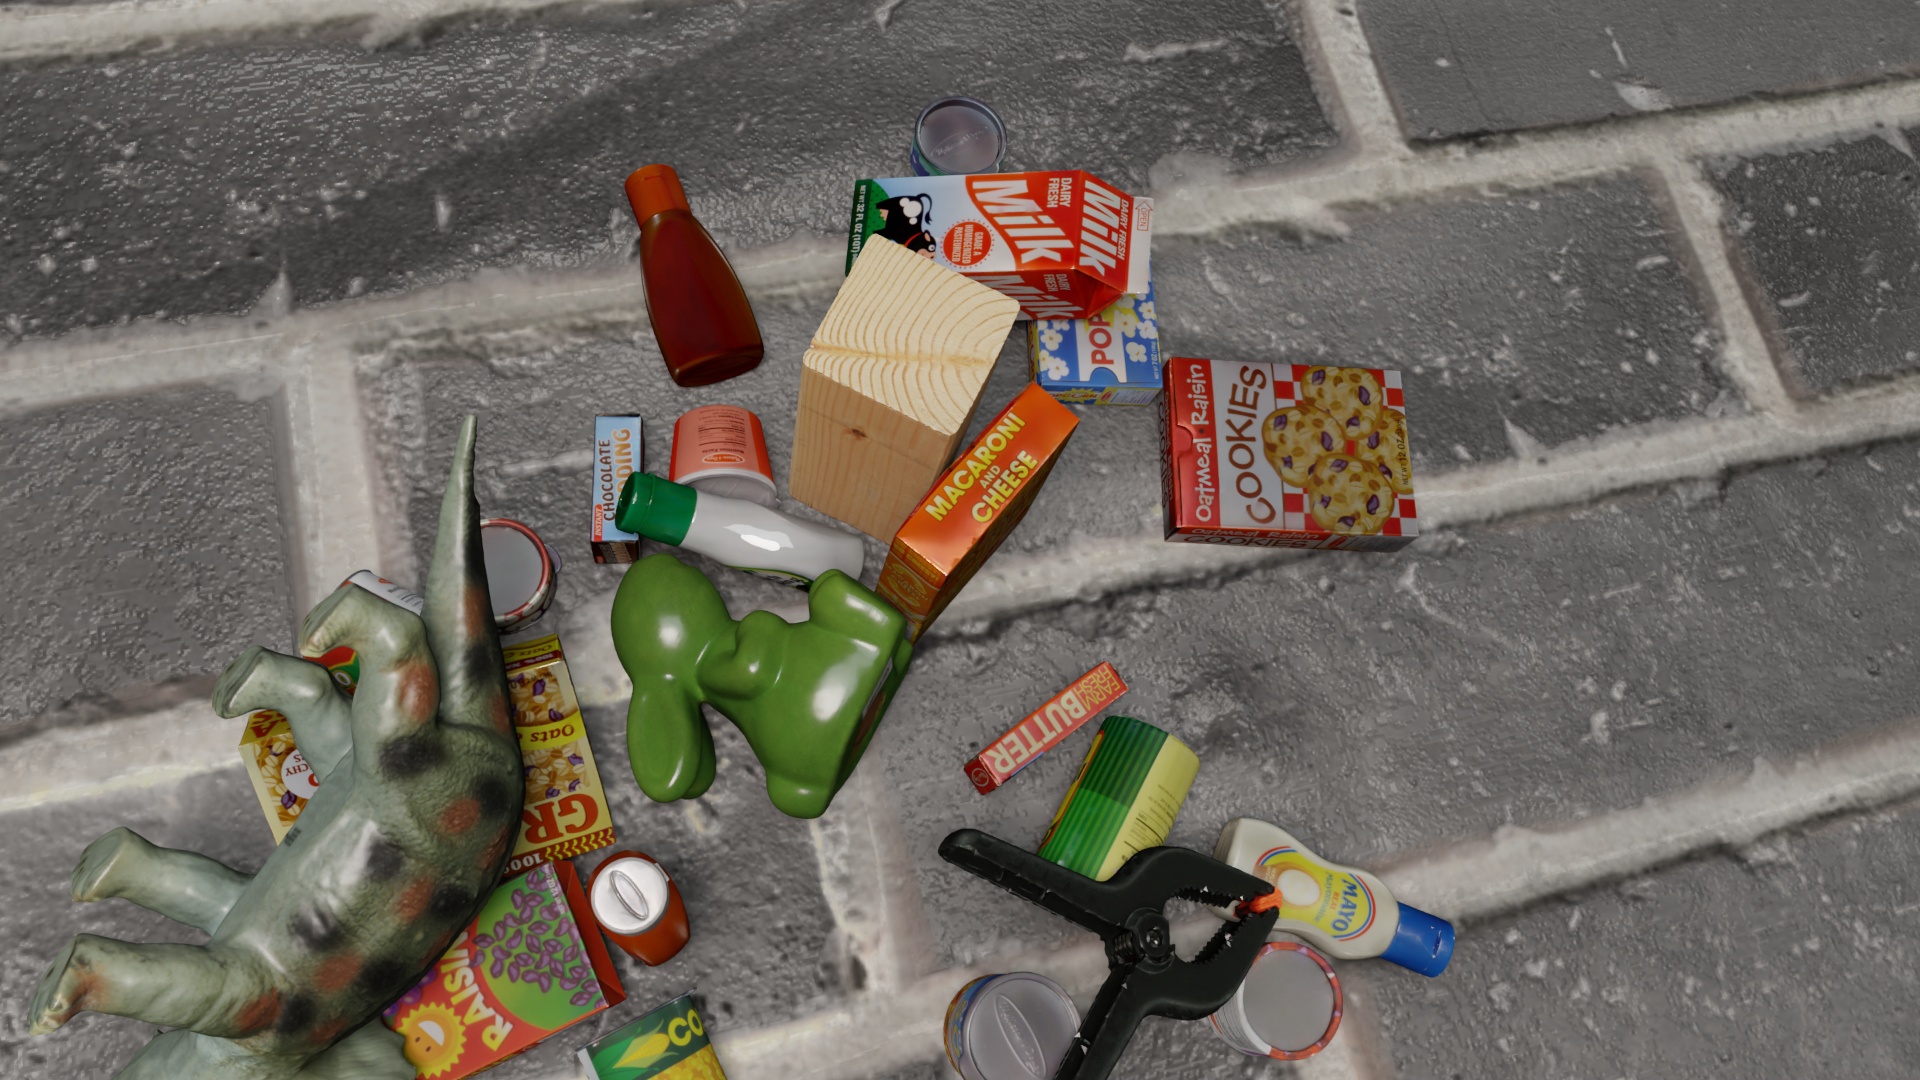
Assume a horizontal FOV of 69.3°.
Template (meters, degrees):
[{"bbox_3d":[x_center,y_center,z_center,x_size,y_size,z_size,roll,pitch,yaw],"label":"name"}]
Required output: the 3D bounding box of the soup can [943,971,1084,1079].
[{"bbox_3d":[0.025,0.278,0.777,0.071,0.083,0.071,3,72,-8],"label":"soup can"}]

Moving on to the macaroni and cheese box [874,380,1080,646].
[{"bbox_3d":[0.003,-0.010,0.825,0.040,0.166,0.124,39,70,5],"label":"macaroni and cheese box"}]

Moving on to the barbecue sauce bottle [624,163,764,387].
[{"bbox_3d":[-0.182,-0.177,0.915,0.065,0.043,0.149,-18,75,-15],"label":"barbecue sauce bottle"}]

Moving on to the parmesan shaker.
[{"bbox_3d":[0.095,0.167,0.838,0.071,0.071,0.103,30,69,1],"label":"parmesan shaker"}]

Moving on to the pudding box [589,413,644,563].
[{"bbox_3d":[-0.212,-0.032,0.859,0.030,0.049,0.084,1,73,-11],"label":"pudding box"}]

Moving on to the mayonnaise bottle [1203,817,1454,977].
[{"bbox_3d":[0.226,0.223,0.851,0.148,0.041,0.065,22,72,-1],"label":"mayonnaise bottle"}]

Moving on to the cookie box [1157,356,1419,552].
[{"bbox_3d":[0.220,-0.059,0.944,0.168,0.040,0.123,3,72,-8],"label":"cookie box"}]

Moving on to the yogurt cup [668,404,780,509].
[{"bbox_3d":[-0.150,-0.049,0.868,0.072,0.072,0.054,-3,65,-10],"label":"yogurt cup"}]

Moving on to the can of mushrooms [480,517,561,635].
[{"bbox_3d":[-0.278,0.020,0.839,0.071,0.033,0.071,3,71,-8],"label":"can of mushrooms"}]

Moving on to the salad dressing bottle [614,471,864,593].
[{"bbox_3d":[-0.132,-0.003,0.838,0.148,0.064,0.044,19,84,-25],"label":"salad dressing bottle"}]

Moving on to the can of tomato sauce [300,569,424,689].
[{"bbox_3d":[-0.323,0.066,0.800,0.083,0.071,0.071,27,70,-1],"label":"can of tomato sauce"}]

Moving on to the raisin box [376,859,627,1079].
[{"bbox_3d":[-0.258,0.240,0.755,0.123,0.040,0.086,-25,78,-3],"label":"raisin box"}]

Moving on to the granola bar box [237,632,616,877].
[{"bbox_3d":[-0.287,0.132,0.764,0.166,0.039,0.123,-15,114,-14],"label":"granola bar box"}]

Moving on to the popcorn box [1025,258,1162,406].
[{"bbox_3d":[0.089,-0.157,0.956,0.085,0.038,0.127,1,72,-10],"label":"popcorn box"}]

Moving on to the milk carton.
[{"bbox_3d":[0.028,-0.190,0.906,0.190,0.073,0.072,2,73,13],"label":"milk carton"}]

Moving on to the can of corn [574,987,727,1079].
[{"bbox_3d":[-0.164,0.285,0.752,0.071,0.071,0.058,-24,78,-16],"label":"can of corn"}]

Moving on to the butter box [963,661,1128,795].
[{"bbox_3d":[0.052,0.115,0.852,0.104,0.053,0.024,-34,82,-18],"label":"butter box"}]

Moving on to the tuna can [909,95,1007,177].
[{"bbox_3d":[0.000,-0.276,0.983,0.071,0.032,0.071,3,72,-8],"label":"tuna can"}]

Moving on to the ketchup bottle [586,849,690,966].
[{"bbox_3d":[-0.172,0.193,0.739,0.044,0.148,0.065,-36,81,-19],"label":"ketchup bottle"}]

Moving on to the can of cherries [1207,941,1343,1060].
[{"bbox_3d":[0.186,0.269,0.820,0.071,0.058,0.071,3,72,-8],"label":"can of cherries"}]
